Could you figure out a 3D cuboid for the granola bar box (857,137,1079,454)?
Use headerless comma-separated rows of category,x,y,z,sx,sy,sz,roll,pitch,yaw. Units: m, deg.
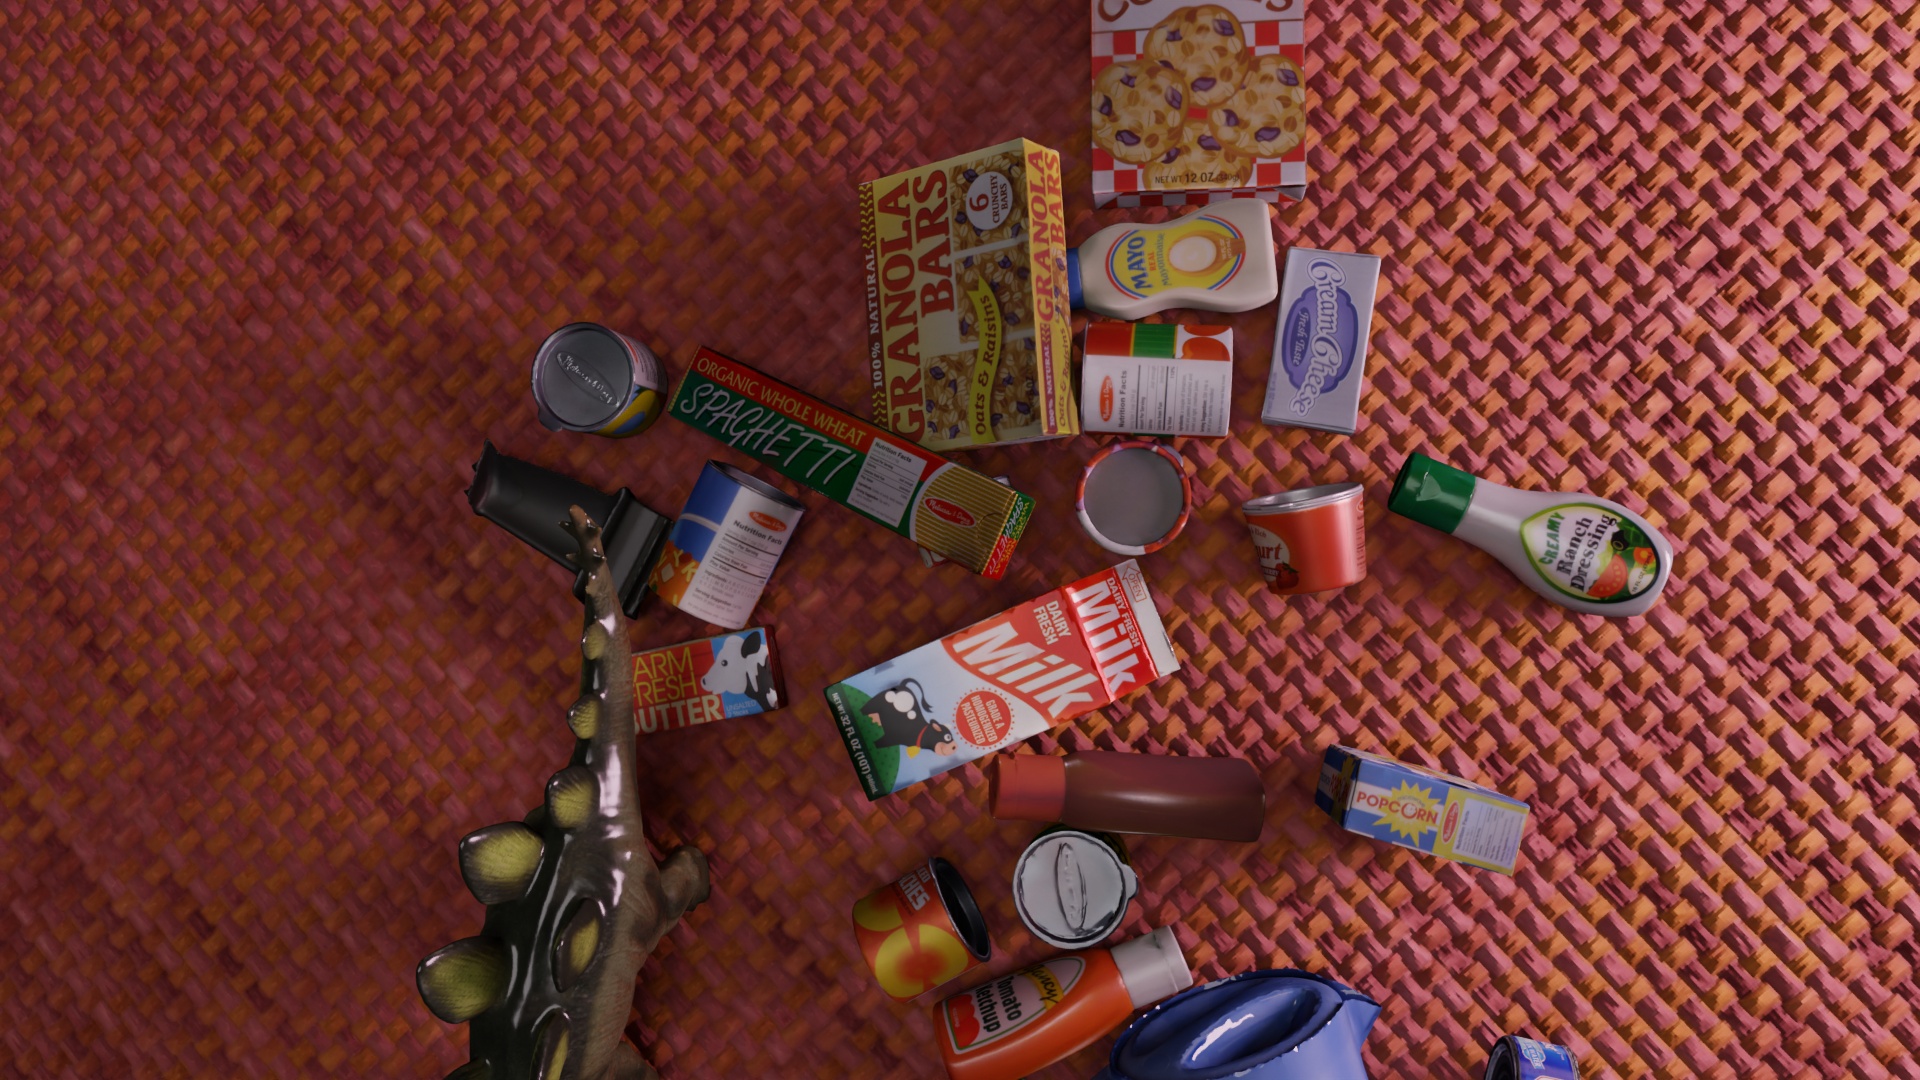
granola bar box,0.003,-0.135,0.807,0.124,0.039,0.165,-5,88,37

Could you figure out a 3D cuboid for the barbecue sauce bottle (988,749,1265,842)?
barbecue sauce bottle,0.092,0.142,0.782,0.149,0.065,0.043,5,99,-7

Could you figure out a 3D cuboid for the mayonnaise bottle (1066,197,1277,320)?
mayonnaise bottle,0.108,-0.159,0.815,0.148,0.041,0.064,-7,88,9

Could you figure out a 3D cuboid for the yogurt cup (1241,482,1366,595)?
yogurt cup,0.198,-0.001,0.788,0.072,0.072,0.054,-11,96,8

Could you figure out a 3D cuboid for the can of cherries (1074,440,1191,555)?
can of cherries,0.102,-0.027,0.805,0.071,0.058,0.071,0,89,9

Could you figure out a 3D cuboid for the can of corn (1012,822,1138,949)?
can of corn,0.069,0.196,0.804,0.071,0.058,0.071,0,89,9

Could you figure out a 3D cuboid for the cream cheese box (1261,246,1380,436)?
cream cheese box,0.209,-0.116,0.807,0.053,0.024,0.103,9,90,8

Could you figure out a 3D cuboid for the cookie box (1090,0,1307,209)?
cookie box,0.138,-0.284,0.814,0.123,0.040,0.167,0,89,9

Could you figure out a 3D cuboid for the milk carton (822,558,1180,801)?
milk carton,0.026,0.079,0.806,0.190,0.073,0.072,-23,86,7

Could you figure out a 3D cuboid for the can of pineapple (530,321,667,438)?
can of pineapple,-0.223,-0.096,0.856,0.071,0.058,0.071,0,89,9

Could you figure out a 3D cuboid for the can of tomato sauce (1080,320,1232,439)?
can of tomato sauce,0.113,-0.093,0.802,0.083,0.071,0.071,3,89,8

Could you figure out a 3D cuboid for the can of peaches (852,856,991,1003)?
can of peaches,-0.024,0.227,0.813,0.058,0.071,0.071,-30,85,8

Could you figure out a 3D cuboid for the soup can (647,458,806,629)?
soup can,-0.142,0.001,0.839,0.071,0.071,0.083,28,94,8

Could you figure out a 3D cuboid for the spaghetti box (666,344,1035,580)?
spaghetti box,-0.070,-0.050,0.803,0.250,0.028,0.050,27,93,30

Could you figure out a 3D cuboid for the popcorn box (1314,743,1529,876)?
popcorn box,0.242,0.141,0.745,0.085,0.126,0.038,15,88,9

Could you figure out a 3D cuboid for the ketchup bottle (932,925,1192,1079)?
ketchup bottle,0.060,0.269,0.805,0.149,0.065,0.043,-22,111,-1

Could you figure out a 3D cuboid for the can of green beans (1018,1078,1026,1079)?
can of green beans,0.015,0.350,0.809,0.071,0.058,0.071,0,89,9

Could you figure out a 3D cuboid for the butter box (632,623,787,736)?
butter box,-0.162,0.088,0.860,0.103,0.024,0.053,-12,86,8

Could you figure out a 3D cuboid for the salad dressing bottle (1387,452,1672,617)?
salad dressing bottle,0.316,-0.006,0.779,0.148,0.044,0.064,22,93,9

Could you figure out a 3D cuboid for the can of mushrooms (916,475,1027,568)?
can of mushrooms,0.003,-0.010,0.817,0.071,0.071,0.033,-24,87,8
